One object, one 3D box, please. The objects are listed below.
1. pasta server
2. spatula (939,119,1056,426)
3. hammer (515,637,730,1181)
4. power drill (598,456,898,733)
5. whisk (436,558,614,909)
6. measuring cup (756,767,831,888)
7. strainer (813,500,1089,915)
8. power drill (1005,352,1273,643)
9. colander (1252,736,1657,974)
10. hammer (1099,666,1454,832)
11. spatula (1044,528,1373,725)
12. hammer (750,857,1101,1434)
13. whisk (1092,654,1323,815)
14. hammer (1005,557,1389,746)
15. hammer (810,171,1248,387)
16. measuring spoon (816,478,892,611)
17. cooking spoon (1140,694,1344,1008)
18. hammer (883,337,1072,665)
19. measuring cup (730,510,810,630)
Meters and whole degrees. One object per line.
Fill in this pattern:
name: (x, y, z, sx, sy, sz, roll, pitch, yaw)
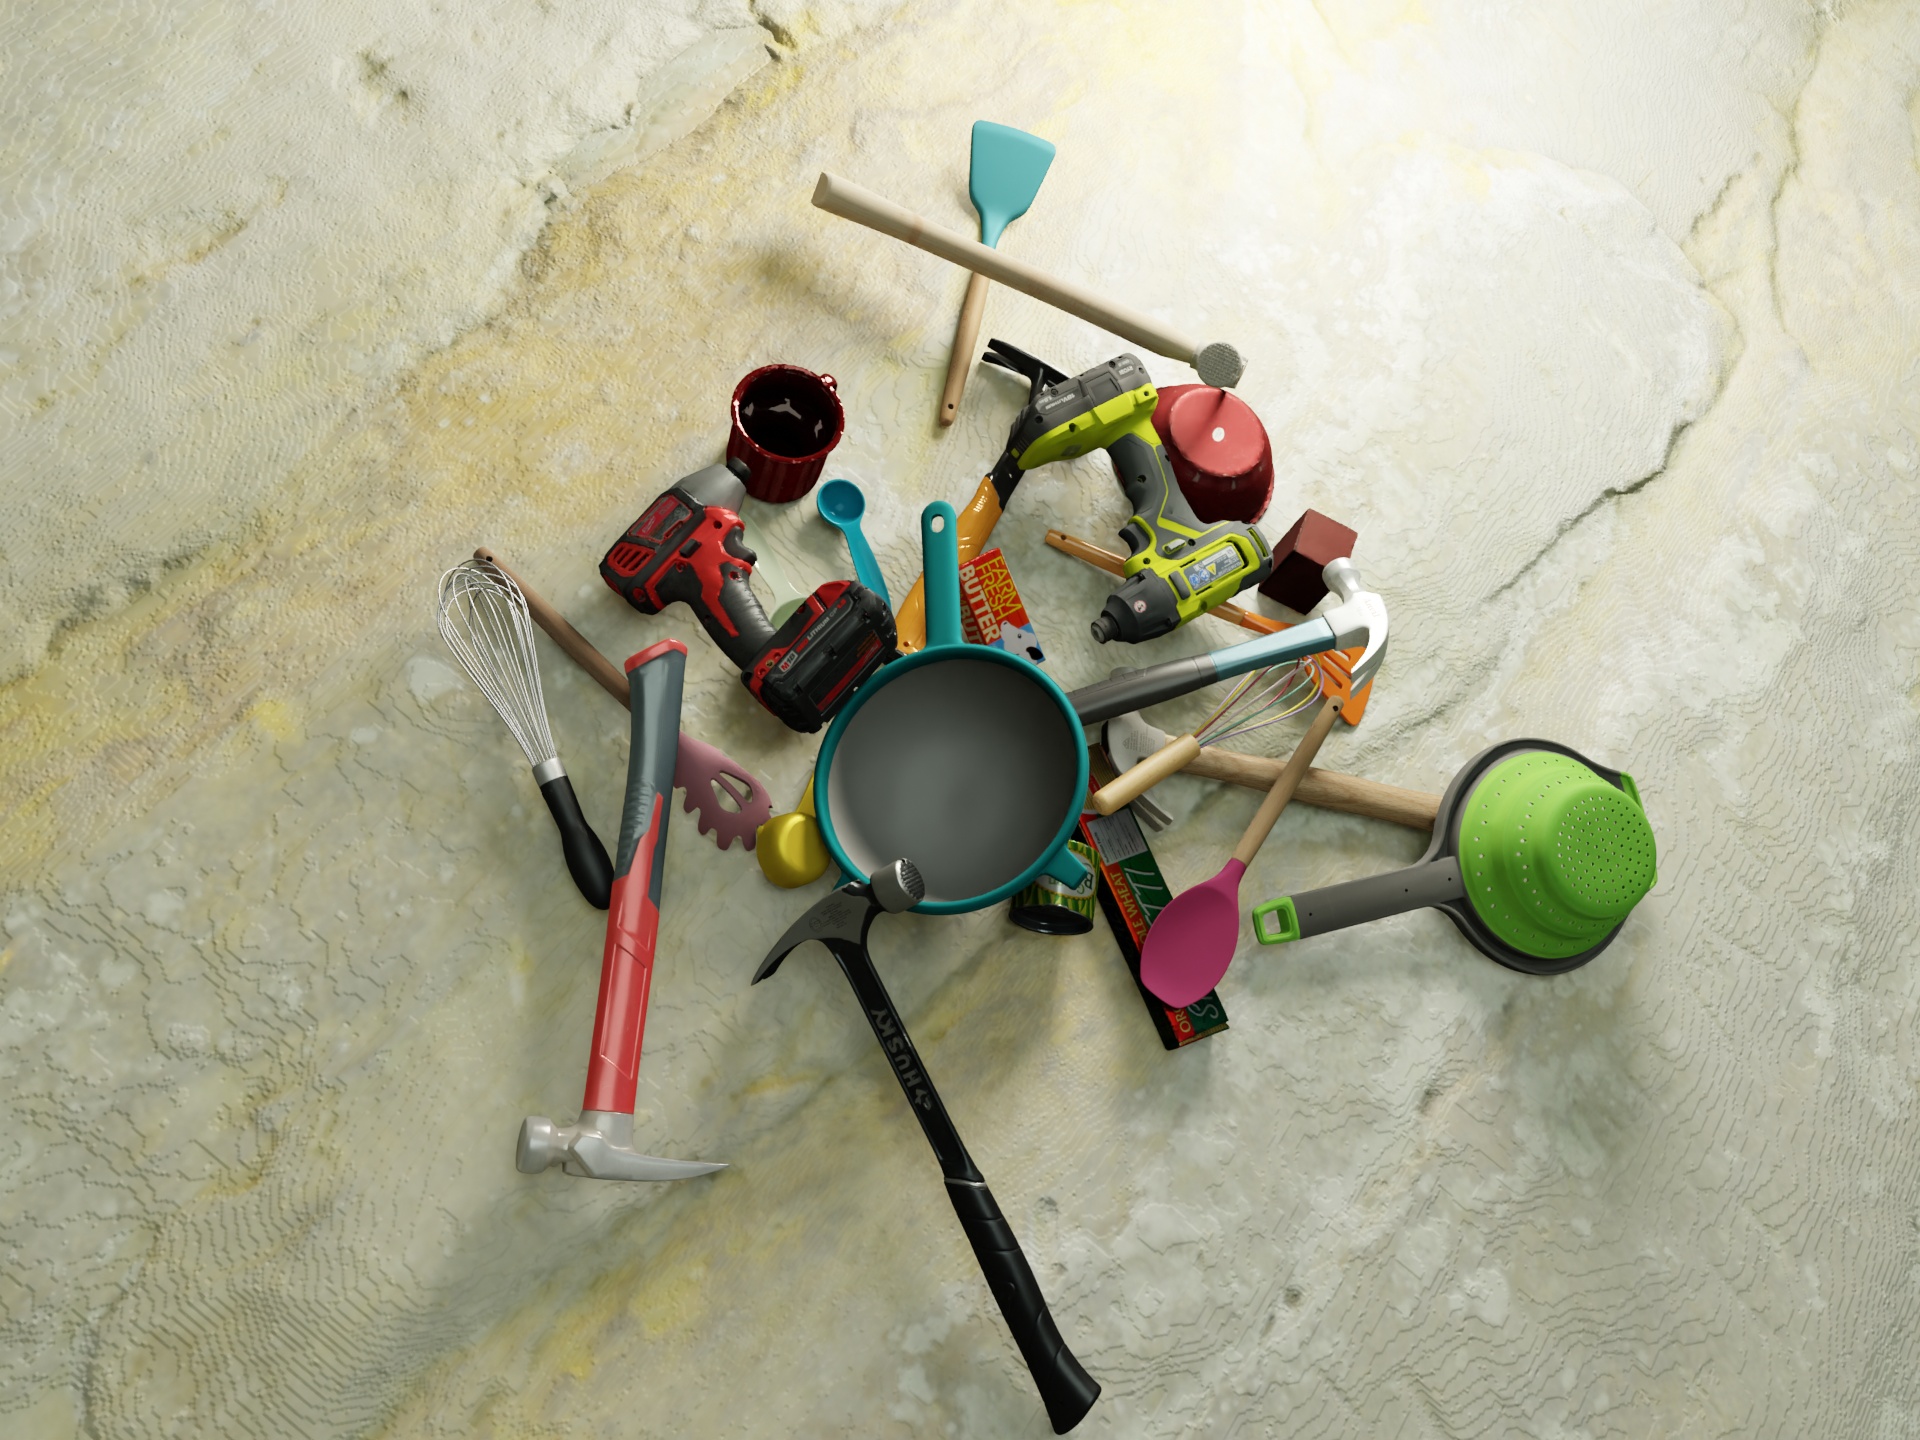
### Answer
pasta server: (-0.262, -0.022, 1.222, 0.316, 0.040, 0.060, 43, 63, 8)
spatula: (0.019, -0.406, 1.451, 0.082, 0.044, 0.318, 15, 66, -8)
hammer: (-0.217, 0.129, 1.139, 0.143, 0.038, 0.386, 11, 70, -21)
power drill: (-0.160, -0.104, 1.218, 0.220, 0.078, 0.143, 38, 81, 21)
whisk: (-0.317, 0.011, 1.178, 0.070, 0.070, 0.285, -22, 81, -23)
measuring cup: (-0.106, 0.058, 1.224, 0.062, 0.029, 0.157, 41, 55, -26)
strainer: (-0.002, -0.004, 1.239, 0.211, 0.095, 0.341, -8, 66, 12)
power drill: (0.141, -0.181, 1.346, 0.171, 0.080, 0.223, -29, 85, -19)
colander: (0.432, 0.126, 1.307, 0.397, 0.094, 0.204, -11, 86, -17)
hammer: (0.275, 0.052, 1.346, 0.331, 0.031, 0.130, 13, 65, -11)
spatula: (0.221, -0.095, 1.397, 0.322, 0.041, 0.081, 23, 65, -2)
hammer: (-0.011, 0.310, 1.127, 0.149, 0.036, 0.409, -28, 84, 21)
whisk: (0.203, 0.005, 1.302, 0.245, 0.047, 0.051, -32, 40, -21)
hammer: (0.192, -0.040, 1.297, 0.331, 0.033, 0.128, -17, 48, -3)
hammer: (0.061, -0.387, 1.401, 0.410, 0.146, 0.038, 26, 105, 6)
measuring spoon: (-0.087, -0.140, 1.329, 0.042, 0.021, 0.129, -19, 84, -23)
cooking spoon: (0.237, 0.097, 1.287, 0.069, 0.017, 0.319, 37, 65, -1)
hammer: (0.011, -0.181, 1.362, 0.127, 0.034, 0.337, 30, 63, -4)
measuring cup: (-0.145, -0.095, 1.280, 0.083, 0.038, 0.168, -25, 75, -24)
